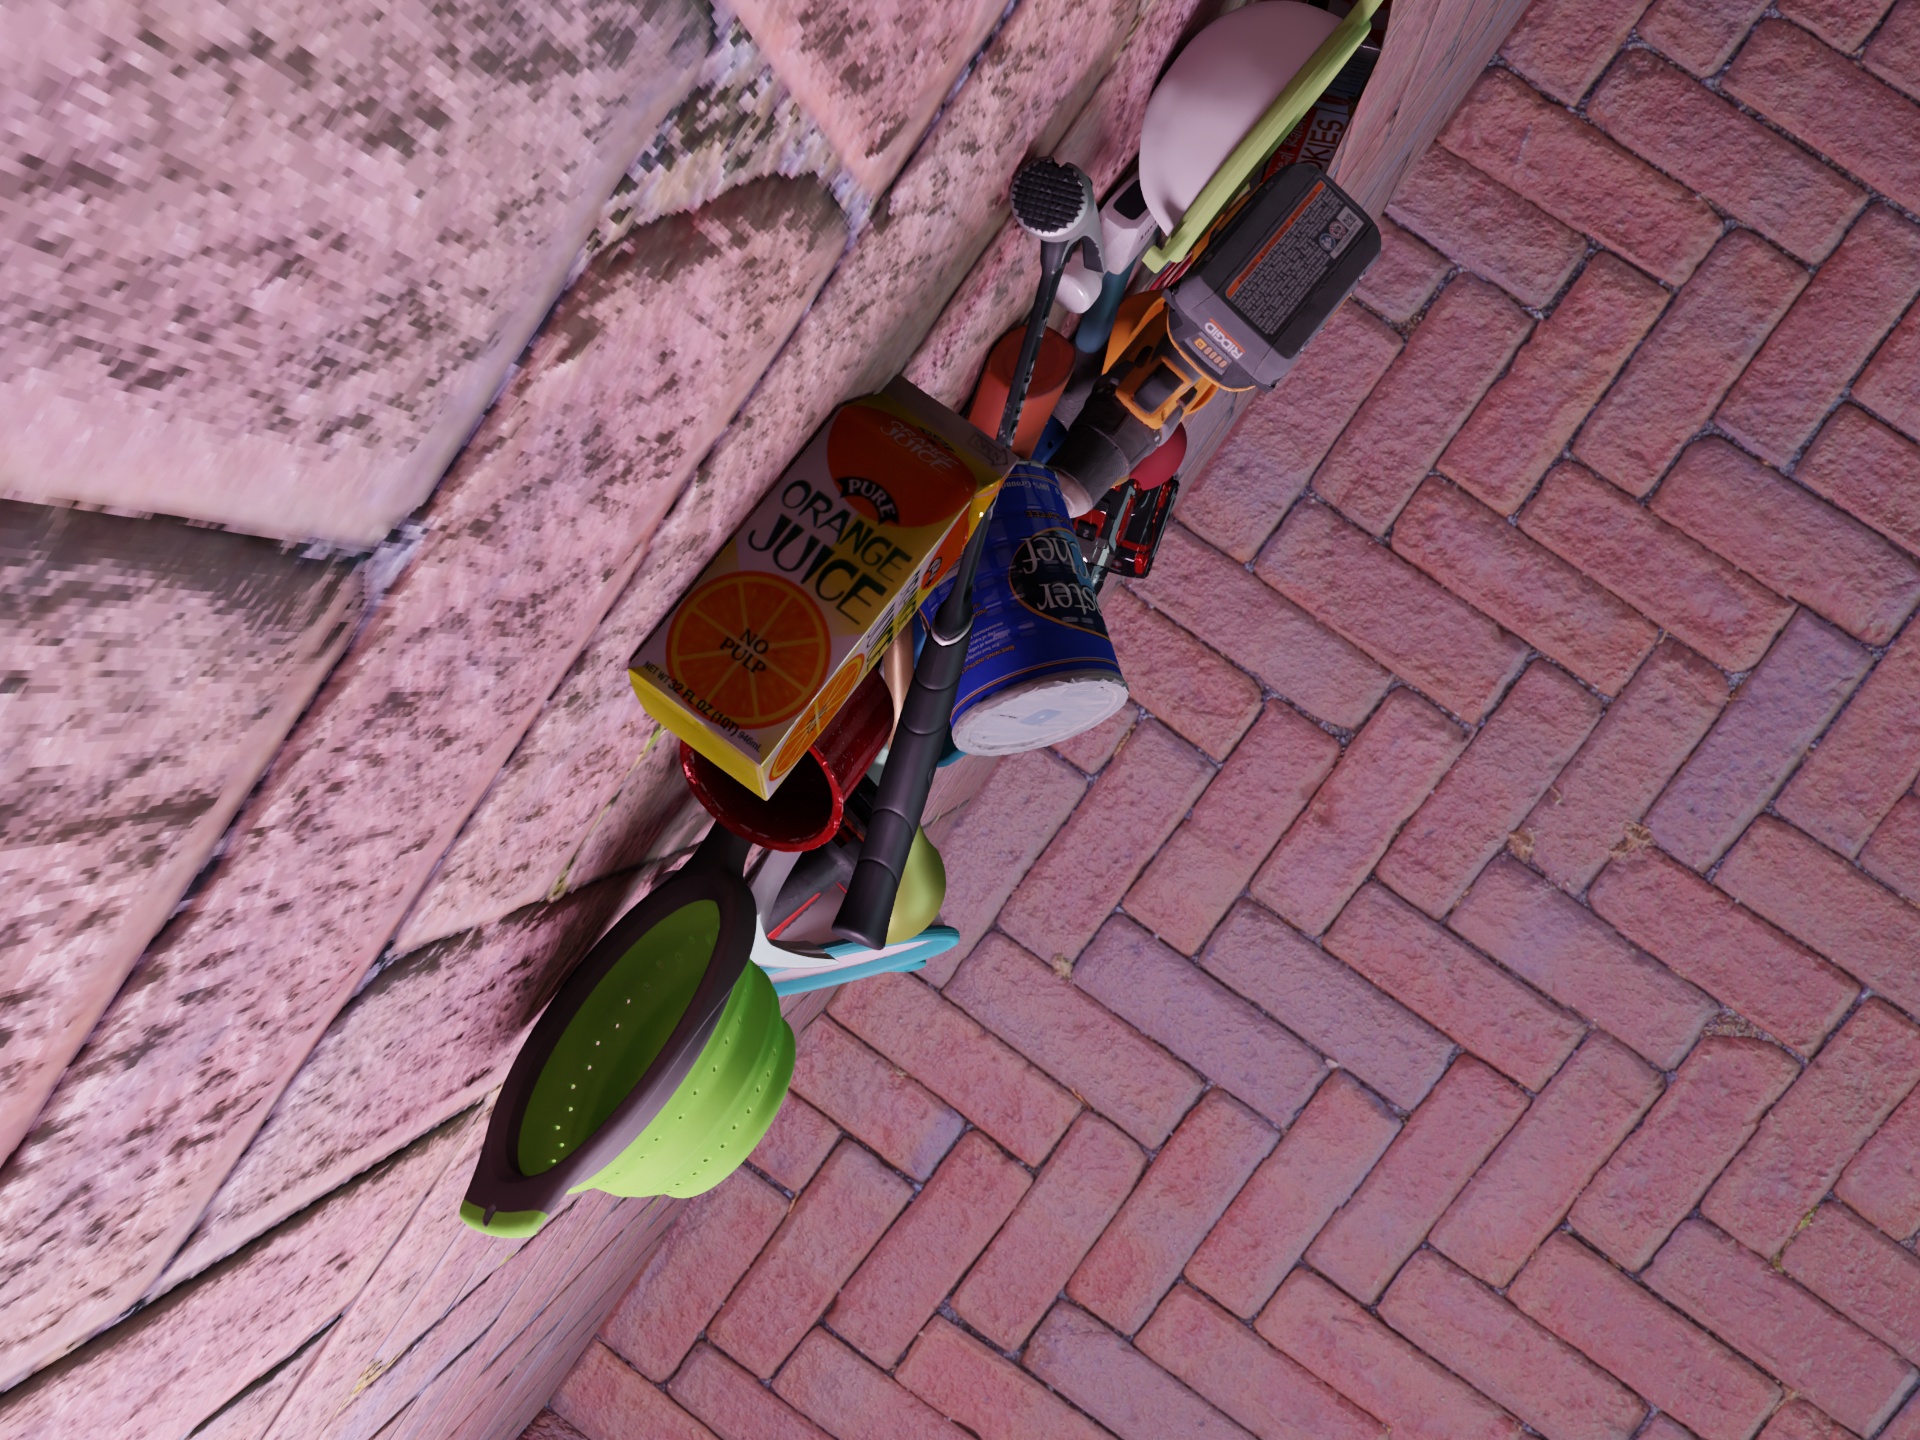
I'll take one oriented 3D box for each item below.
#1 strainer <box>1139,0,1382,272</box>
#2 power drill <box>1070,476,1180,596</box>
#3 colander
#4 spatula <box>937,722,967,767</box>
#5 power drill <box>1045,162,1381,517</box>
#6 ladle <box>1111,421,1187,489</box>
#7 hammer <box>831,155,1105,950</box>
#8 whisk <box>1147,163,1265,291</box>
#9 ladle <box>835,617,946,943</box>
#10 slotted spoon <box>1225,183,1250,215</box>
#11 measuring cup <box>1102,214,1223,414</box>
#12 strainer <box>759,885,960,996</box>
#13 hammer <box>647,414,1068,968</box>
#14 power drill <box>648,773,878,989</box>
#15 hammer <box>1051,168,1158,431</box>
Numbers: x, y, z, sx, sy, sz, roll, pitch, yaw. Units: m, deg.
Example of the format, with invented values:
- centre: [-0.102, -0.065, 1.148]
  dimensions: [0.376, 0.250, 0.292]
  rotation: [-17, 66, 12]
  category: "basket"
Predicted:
- centre: [0.164, -0.350, 0.792]
  dimensions: [0.256, 0.069, 0.151]
  rotation: [-50, -177, 36]
  category: "strainer"
- centre: [0.138, -0.173, 1.539]
  dimensions: [0.226, 0.080, 0.188]
  rotation: [-28, 137, -73]
  category: "power drill"
- centre: [-0.122, 0.123, 0.893]
  dimensions: [0.204, 0.094, 0.397]
  rotation: [-17, -141, 53]
  category: "colander"
- centre: [-0.002, -0.004, 1.145]
  dimensions: [0.082, 0.044, 0.317]
  rotation: [-51, 178, -7]
  category: "spatula"
- centre: [0.135, -0.216, 0.961]
  dimensions: [0.185, 0.084, 0.226]
  rotation: [-50, -173, -16]
  category: "power drill"
- centre: [0.122, -0.202, 1.317]
  dimensions: [0.315, 0.031, 0.069]
  rotation: [-29, 147, -55]
  category: "ladle"
- centre: [0.001, -0.070, 0.811]
  dimensions: [0.149, 0.036, 0.409]
  rotation: [-44, 151, -75]
  category: "hammer"
- centre: [0.201, -0.367, 1.171]
  dimensions: [0.295, 0.073, 0.073]
  rotation: [-62, 172, 22]
  category: "whisk"
- centre: [-0.043, 0.005, 0.939]
  dimensions: [0.078, 0.062, 0.320]
  rotation: [-29, 133, -37]
  category: "ladle"
- centre: [0.180, -0.335, 1.036]
  dimensions: [0.313, 0.031, 0.070]
  rotation: [42, 63, -73]
  category: "slotted spoon"
- centre: [0.151, -0.304, 1.133]
  dimensions: [0.052, 0.095, 0.173]
  rotation: [20, -80, 55]
  category: "measuring cup"
- centre: [-0.095, 0.171, 1.359]
  dimensions: [0.211, 0.095, 0.340]
  rotation: [-17, 167, 12]
  category: "strainer"
- centre: [-0.043, -0.023, 1.030]
  dimensions: [0.143, 0.035, 0.405]
  rotation: [37, 81, -43]
  category: "hammer"
- centre: [-0.133, 0.142, 1.129]
  dimensions: [0.219, 0.079, 0.143]
  rotation: [-38, 163, -18]
  category: "power drill"
- centre: [0.084, -0.244, 1.038]
  dimensions: [0.128, 0.033, 0.331]
  rotation: [-52, 174, -15]
  category: "hammer"
